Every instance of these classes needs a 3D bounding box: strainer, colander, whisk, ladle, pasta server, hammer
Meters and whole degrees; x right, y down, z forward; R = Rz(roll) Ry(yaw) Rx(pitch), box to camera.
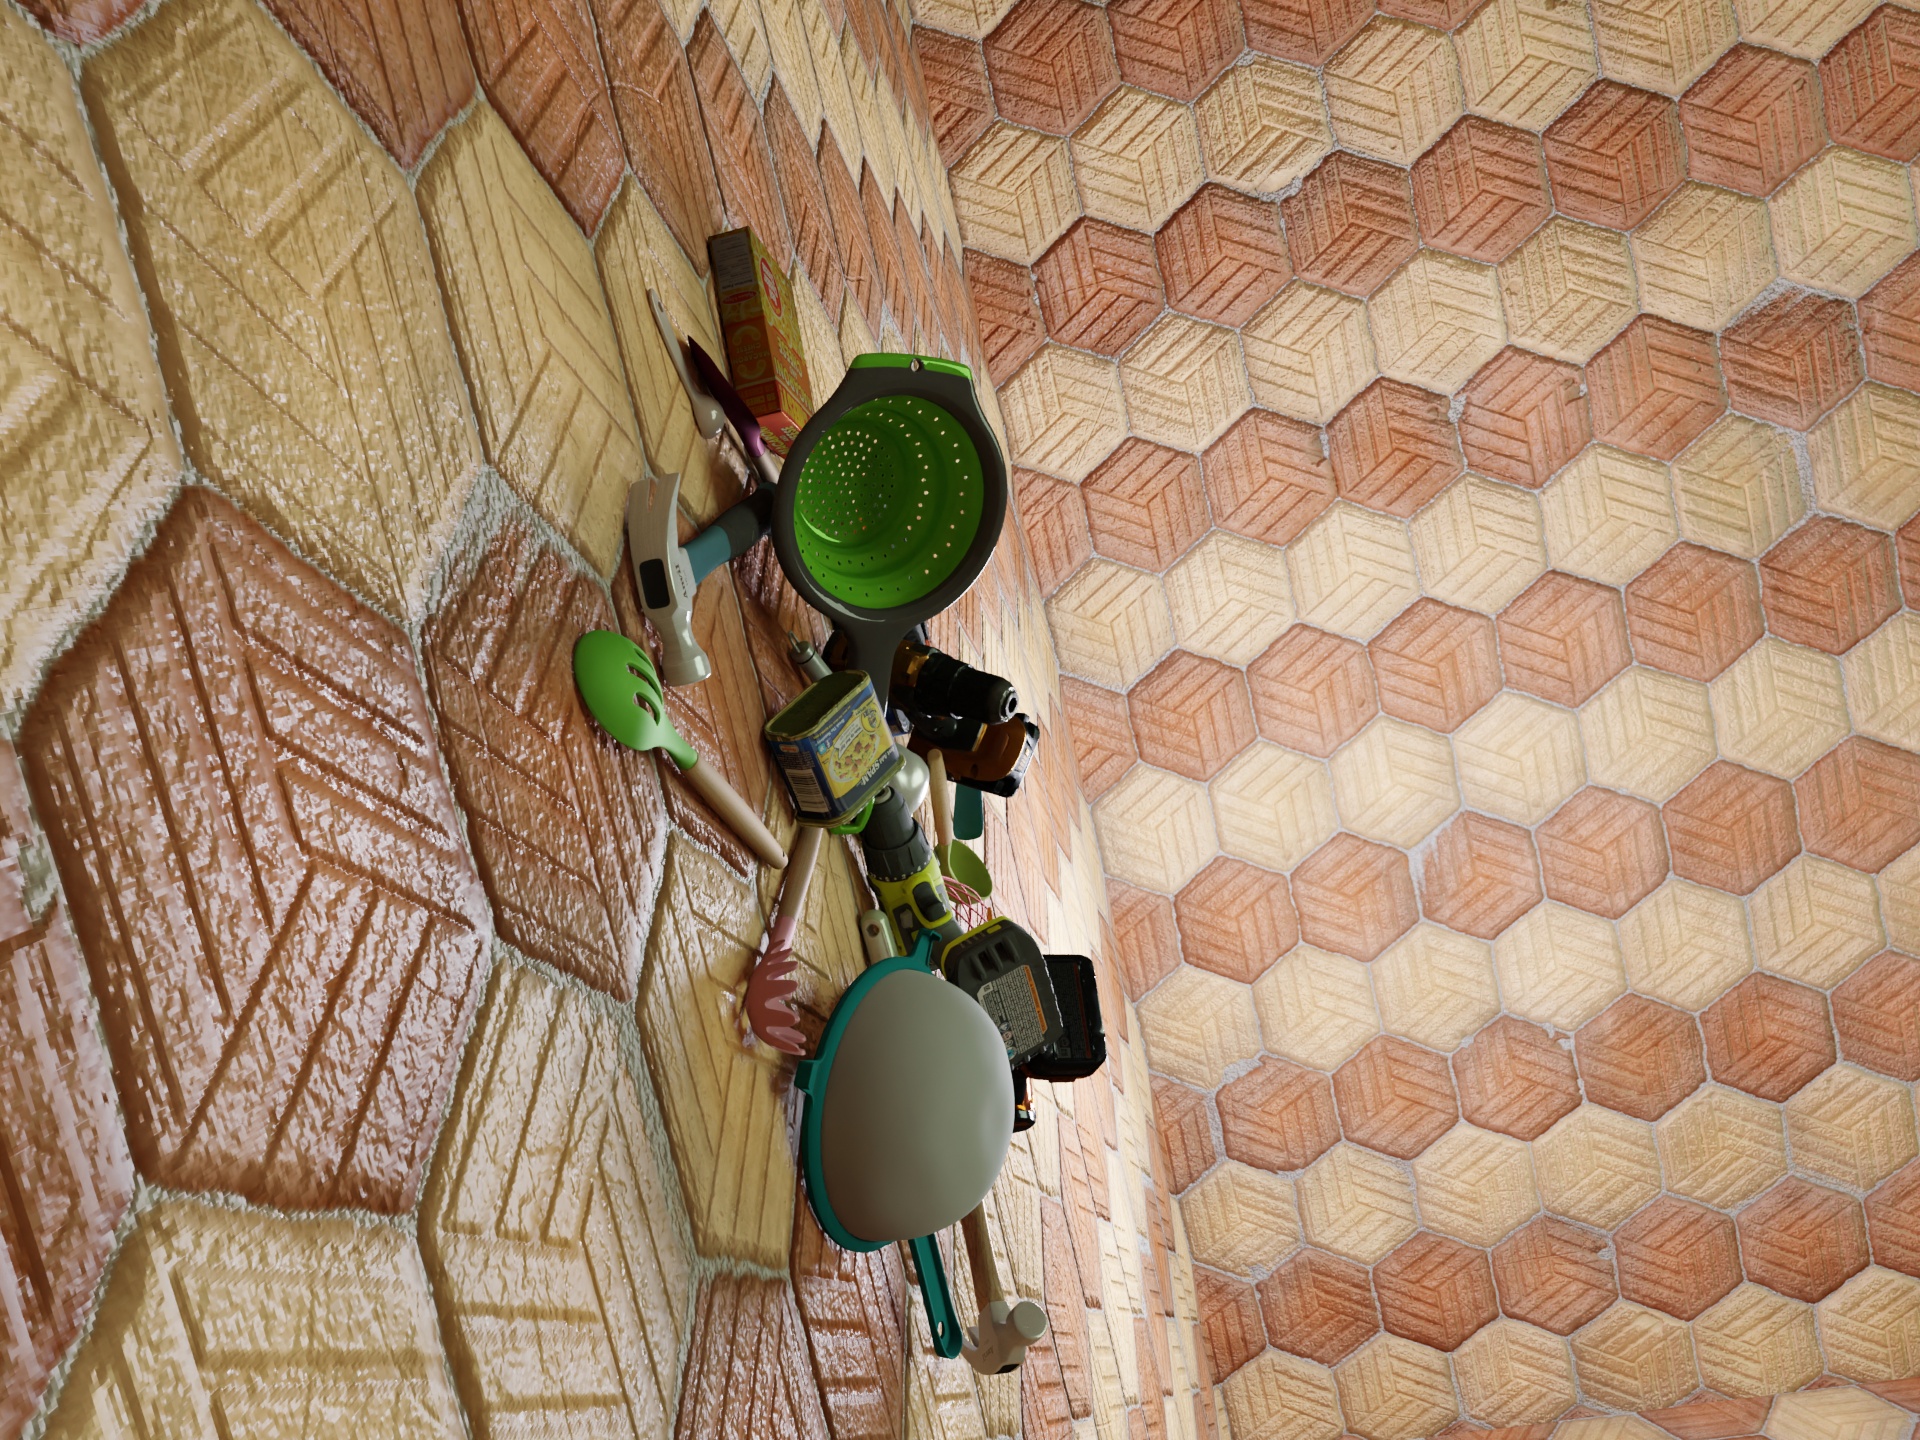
[{"bbox_3d":[-0.082,0.010,1.385,0.258,0.050,0.087,54,26,-40],"label":"strainer"},{"bbox_3d":[-0.084,-0.104,1.301,0.095,0.204,0.397,33,-61,54],"label":"colander"},{"bbox_3d":[-0.036,0.154,1.515,0.295,0.073,0.073,55,24,-51],"label":"whisk"},{"bbox_3d":[-0.006,0.101,1.566,0.320,0.062,0.078,85,-21,-62],"label":"ladle"},{"bbox_3d":[-0.043,0.280,1.351,0.059,0.058,0.246,-8,81,-72],"label":"whisk"},{"bbox_3d":[-0.114,0.132,1.146,0.316,0.040,0.060,-83,171,-65],"label":"pasta server"},{"bbox_3d":[-0.007,0.338,1.161,0.211,0.095,0.340,-42,127,-53],"label":"strainer"},{"bbox_3d":[-0.172,-0.128,1.145,0.331,0.033,0.128,-70,148,-72],"label":"hammer"},{"bbox_3d":[0.004,0.401,1.388,0.130,0.031,0.332,118,-31,-42],"label":"hammer"}]

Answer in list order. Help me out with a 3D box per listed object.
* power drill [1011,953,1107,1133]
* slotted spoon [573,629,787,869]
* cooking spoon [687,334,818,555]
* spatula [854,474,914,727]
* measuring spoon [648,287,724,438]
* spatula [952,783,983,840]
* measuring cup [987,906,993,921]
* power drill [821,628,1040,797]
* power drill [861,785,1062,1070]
[{"bbox_3d":[0.065,0.311,1.606,0.226,0.084,0.164,123,-35,-56],"label":"power drill"},{"bbox_3d":[-0.165,0.033,1.014,0.313,0.031,0.070,63,18,-61],"label":"slotted spoon"},{"bbox_3d":[-0.161,-0.209,1.321,0.069,0.017,0.318,47,-7,28],"label":"cooking spoon"},{"bbox_3d":[-0.065,-0.092,1.635,0.081,0.041,0.322,-16,89,-81],"label":"spatula"},{"bbox_3d":[-0.201,-0.266,1.182,0.034,0.018,0.124,-89,163,-51],"label":"measuring spoon"},{"bbox_3d":[-0.039,-0.026,1.686,0.317,0.044,0.082,66,-21,-4],"label":"spatula"},{"bbox_3d":[0.010,0.268,1.542,0.095,0.052,0.173,-170,-103,-80],"label":"measuring cup"},{"bbox_3d":[-0.002,-0.005,1.444,0.226,0.185,0.084,45,65,-57],"label":"power drill"},{"bbox_3d":[-0.013,0.171,1.339,0.229,0.080,0.190,43,-25,51],"label":"power drill"}]
